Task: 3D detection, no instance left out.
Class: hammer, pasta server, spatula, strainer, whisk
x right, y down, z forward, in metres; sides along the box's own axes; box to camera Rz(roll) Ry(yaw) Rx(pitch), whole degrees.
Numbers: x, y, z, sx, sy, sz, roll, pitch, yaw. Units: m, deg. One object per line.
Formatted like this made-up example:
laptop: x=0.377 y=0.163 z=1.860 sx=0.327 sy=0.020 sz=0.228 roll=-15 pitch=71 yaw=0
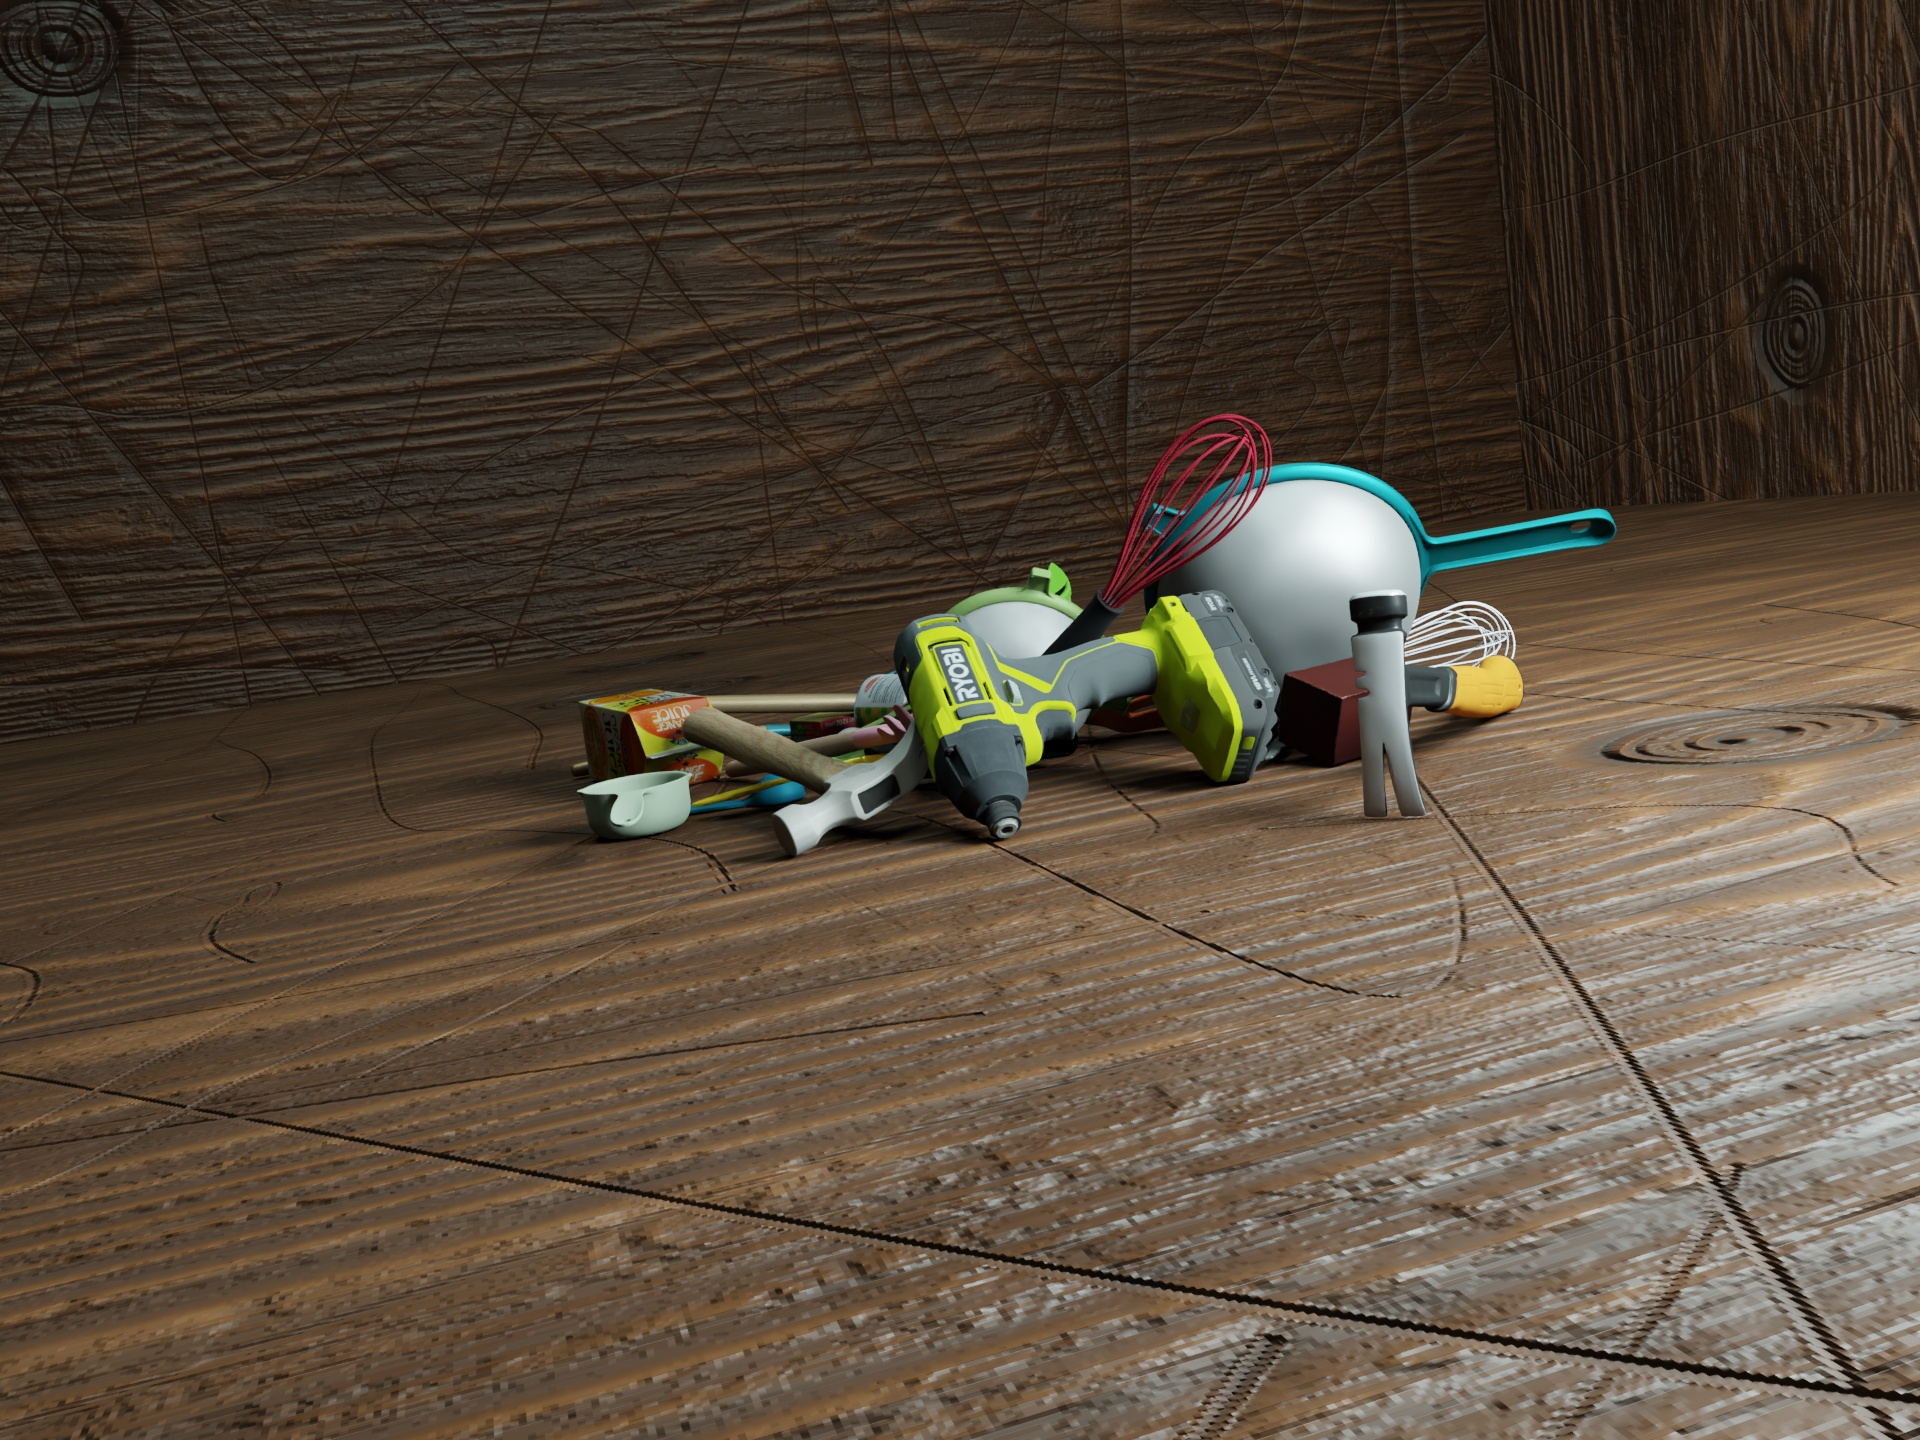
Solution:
hammer: x=-0.129 y=0.025 z=1.148 sx=0.130 sy=0.031 sz=0.331 roll=-27 pitch=20 yaw=-23
pasta server: x=-0.096 y=0.011 z=1.216 sx=0.060 sy=0.040 sz=0.316 roll=-31 pitch=11 yaw=-39
spatula: x=-0.212 y=0.006 z=1.512 sx=0.317 sy=0.044 sz=0.082 roll=-12 pitch=-2 yaw=-19
strainer: x=-0.002 y=-0.004 z=1.256 sx=0.256 sy=0.151 sz=0.069 roll=-24 pitch=31 yaw=19
hammer: x=0.315 y=-0.012 z=1.022 sx=0.034 sy=0.127 sz=0.336 roll=-5 pitch=-2 yaw=30
spatula: x=0.061 y=-0.011 z=1.361 sx=0.323 sy=0.081 sz=0.041 roll=-6 pitch=38 yaw=46
strainer: x=0.306 y=-0.087 z=1.148 sx=0.340 sy=0.210 sz=0.095 roll=-10 pitch=43 yaw=9
whisk: x=0.317 y=-0.038 z=1.302 sx=0.284 sy=0.070 sz=0.070 roll=-13 pitch=8 yaw=-2
whisk: x=0.117 y=-0.097 z=1.114 sx=0.073 sy=0.073 sz=0.295 roll=-17 pitch=-28 yaw=-49

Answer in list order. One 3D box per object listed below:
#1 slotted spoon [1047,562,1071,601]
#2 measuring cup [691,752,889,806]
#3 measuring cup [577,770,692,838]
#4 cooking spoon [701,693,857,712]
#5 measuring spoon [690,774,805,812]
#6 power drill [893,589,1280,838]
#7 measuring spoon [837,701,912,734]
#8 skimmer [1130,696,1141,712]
slotted spoon: x=0.040 y=-0.064 z=1.434 sx=0.031 sy=0.070 sz=0.314 roll=11 pitch=31 yaw=22
measuring cup: x=-0.119 y=0.055 z=1.161 sx=0.156 sy=0.029 sz=0.062 roll=-13 pitch=6 yaw=7
measuring cup: x=-0.227 y=0.069 z=1.108 sx=0.083 sy=0.038 sz=0.168 roll=-9 pitch=10 yaw=-7
cooking spoon: x=-0.090 y=-0.016 z=1.442 sx=0.318 sy=0.017 sz=0.069 roll=-1 pitch=2 yaw=-14
measuring spoon: x=-0.182 y=0.056 z=1.203 sx=0.128 sy=0.021 sz=0.042 roll=-7 pitch=8 yaw=-3
power drill: x=0.084 y=-0.006 z=1.036 sx=0.223 sy=0.080 sz=0.171 roll=-9 pitch=48 yaw=-14
measuring spoon: x=-0.054 y=-0.004 z=1.315 sx=0.124 sy=0.034 sz=0.018 roll=-31 pitch=37 yaw=23
skimmer: x=0.264 y=-0.055 z=1.480 sx=0.363 sy=0.090 sz=0.127 roll=-26 pitch=54 yaw=-31
